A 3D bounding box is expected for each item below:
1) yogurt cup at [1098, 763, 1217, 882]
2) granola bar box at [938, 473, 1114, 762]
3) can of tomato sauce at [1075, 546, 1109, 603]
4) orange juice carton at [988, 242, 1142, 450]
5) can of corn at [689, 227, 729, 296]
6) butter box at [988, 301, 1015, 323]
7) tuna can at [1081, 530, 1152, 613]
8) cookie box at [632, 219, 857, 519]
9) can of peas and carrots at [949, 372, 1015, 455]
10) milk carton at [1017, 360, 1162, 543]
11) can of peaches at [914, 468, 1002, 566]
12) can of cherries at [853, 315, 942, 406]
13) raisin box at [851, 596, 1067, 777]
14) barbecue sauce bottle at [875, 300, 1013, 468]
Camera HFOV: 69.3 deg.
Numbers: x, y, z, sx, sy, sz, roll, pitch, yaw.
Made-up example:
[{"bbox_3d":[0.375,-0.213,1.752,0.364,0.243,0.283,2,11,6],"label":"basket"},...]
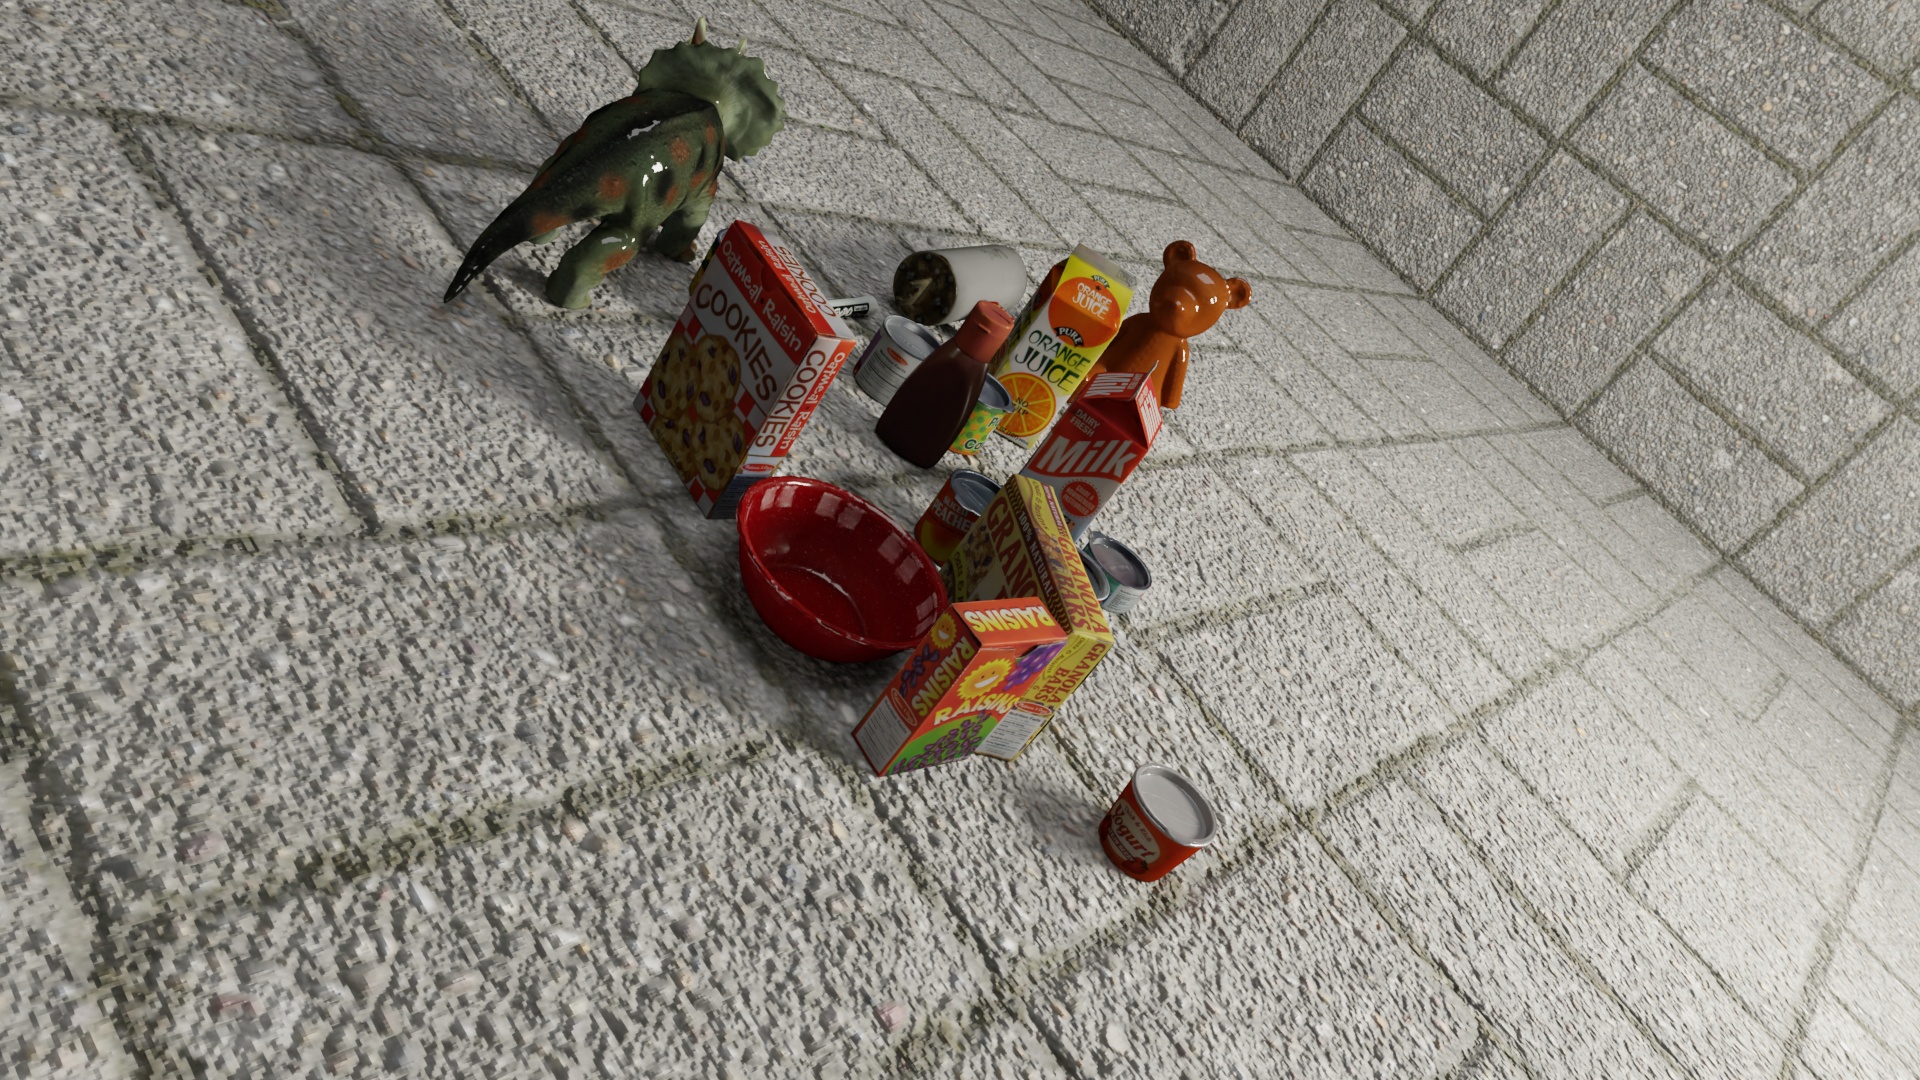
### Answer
[{"bbox_3d":[0.130,0.192,0.936,0.072,0.053,0.073,27,30,-17],"label":"yogurt cup"},{"bbox_3d":[0.038,0.052,0.970,0.039,0.123,0.166,20,33,-29],"label":"granola bar box"},{"bbox_3d":[0.060,0.049,1.041,0.071,0.082,0.071,27,30,-17],"label":"can of tomato sauce"},{"bbox_3d":[0.087,-0.186,1.305,0.072,0.191,0.073,29,29,-14],"label":"orange juice carton"},{"bbox_3d":[-0.193,-0.225,1.196,0.071,0.058,0.071,27,30,-17],"label":"can of corn"},{"bbox_3d":[0.050,-0.192,1.418,0.104,0.053,0.024,47,30,19],"label":"butter box"},{"bbox_3d":[0.128,0.028,1.199,0.071,0.032,0.071,27,30,-17],"label":"tuna can"},{"bbox_3d":[-0.154,-0.117,0.965,0.040,0.166,0.123,0,45,-48],"label":"cookie box"},{"bbox_3d":[0.006,-0.118,1.254,0.071,0.058,0.071,27,30,-17],"label":"can of peas and carrots"},{"bbox_3d":[0.102,-0.067,1.148,0.073,0.189,0.073,37,28,0],"label":"milk carton"},{"bbox_3d":[0.004,-0.014,1.099,0.071,0.057,0.071,27,30,-17],"label":"can of peaches"},{"bbox_3d":[-0.053,-0.160,1.252,0.071,0.058,0.072,27,30,-17],"label":"can of cherries"},{"bbox_3d":[-0.001,0.091,0.870,0.086,0.123,0.040,0,45,-48],"label":"raisin box"},{"bbox_3d":[-0.010,-0.133,1.166,0.065,0.148,0.044,37,28,1],"label":"barbecue sauce bottle"}]
